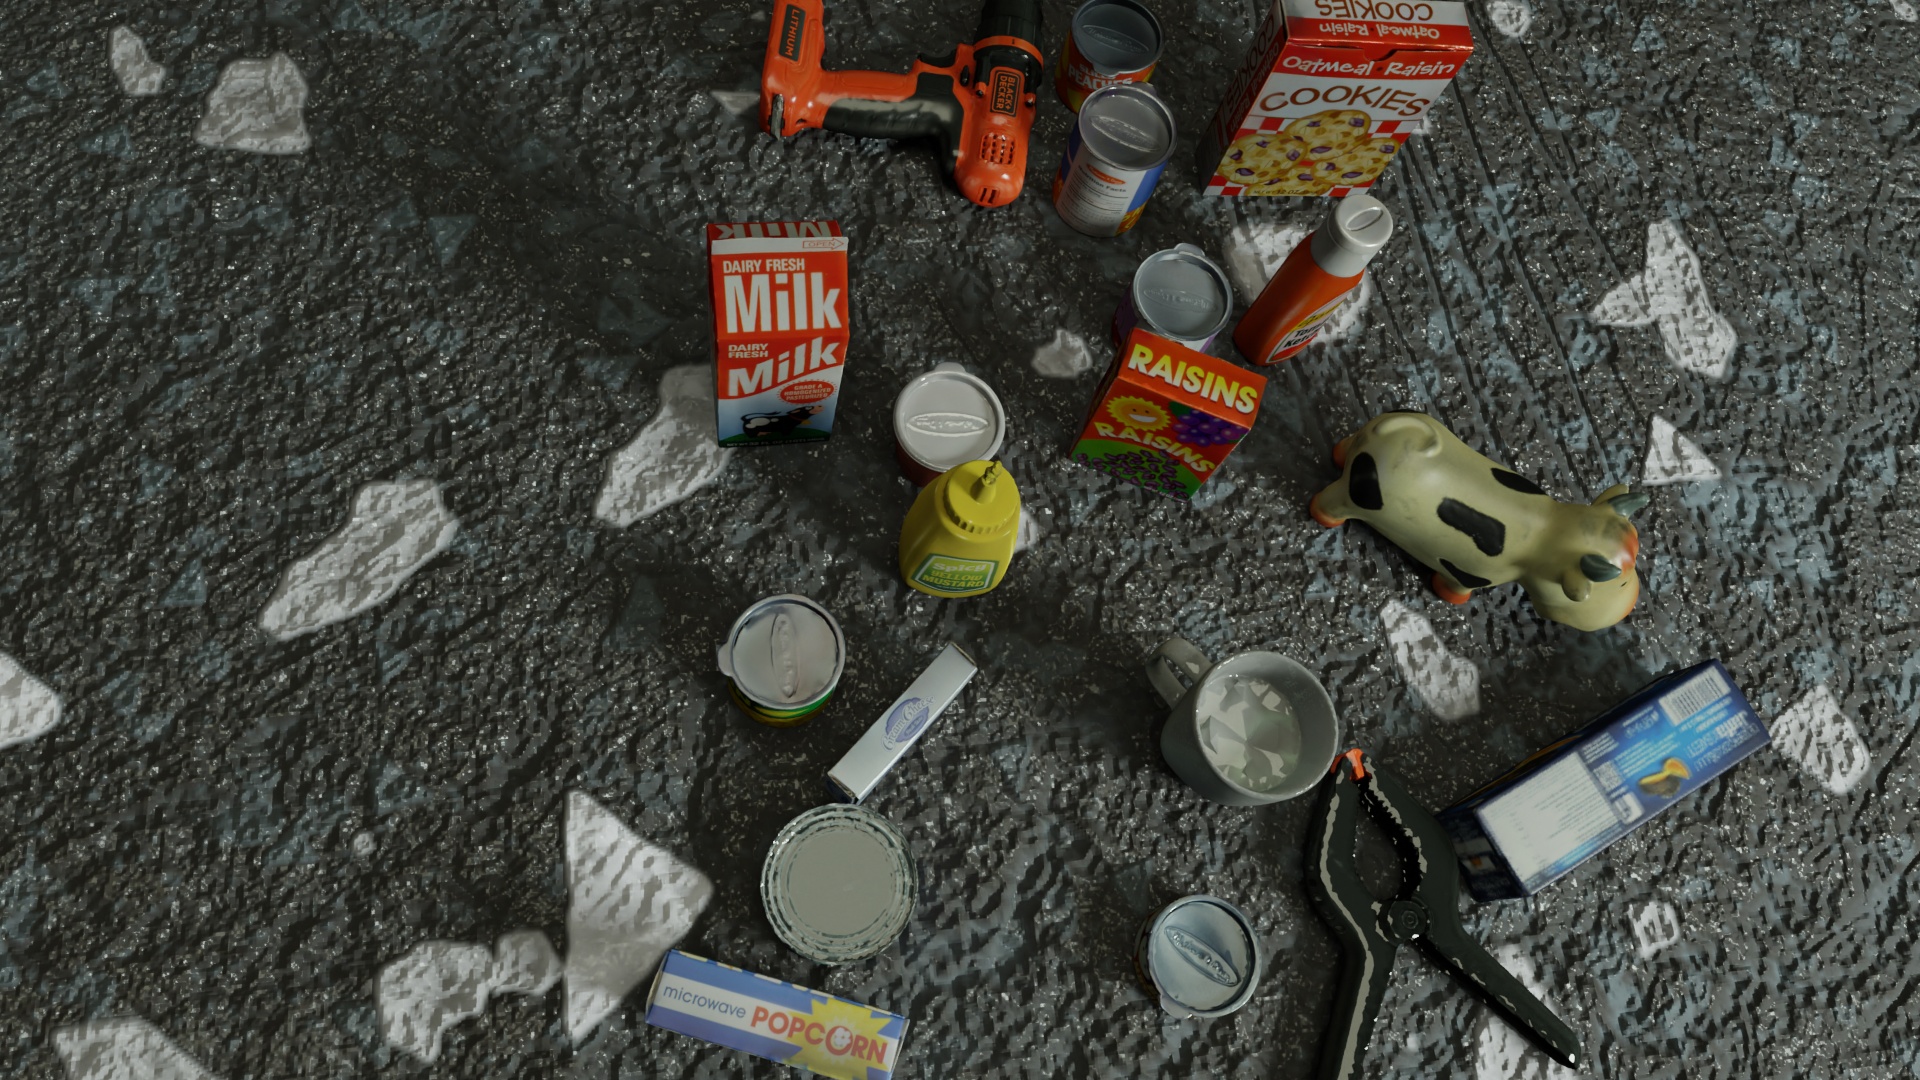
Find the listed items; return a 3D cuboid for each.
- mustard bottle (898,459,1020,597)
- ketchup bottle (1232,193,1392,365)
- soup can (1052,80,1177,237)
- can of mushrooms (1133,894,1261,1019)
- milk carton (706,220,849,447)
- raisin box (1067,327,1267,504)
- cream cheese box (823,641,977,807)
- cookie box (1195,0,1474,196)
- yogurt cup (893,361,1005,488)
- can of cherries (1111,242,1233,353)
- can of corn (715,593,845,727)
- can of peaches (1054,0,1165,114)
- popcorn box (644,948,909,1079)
[{"bbox_3d":[0.003,-0.010,0.784,0.065,0.159,0.049,5,71,-7],"label":"mustard bottle"},{"bbox_3d":[0.224,-0.165,0.880,0.065,0.148,0.043,-31,79,-17],"label":"ketchup bottle"},{"bbox_3d":[0.102,-0.253,0.926,0.071,0.083,0.071,3,71,-8],"label":"soup can"},{"bbox_3d":[0.132,0.237,0.785,0.071,0.033,0.071,3,70,-8],"label":"can of mushrooms"},{"bbox_3d":[-0.106,-0.123,0.790,0.072,0.190,0.073,-5,72,-11],"label":"milk carton"},{"bbox_3d":[0.123,-0.074,0.845,0.086,0.123,0.040,21,69,-1],"label":"raisin box"},{"bbox_3d":[-0.035,0.107,0.793,0.024,0.053,0.104,42,70,6],"label":"cream cheese box"},{"bbox_3d":[0.240,-0.287,0.916,0.123,0.167,0.040,-2,72,-10],"label":"cookie box"},{"bbox_3d":[-0.010,-0.065,0.858,0.072,0.053,0.072,3,71,-8],"label":"yogurt cup"},{"bbox_3d":[0.138,-0.150,0.909,0.071,0.058,0.071,3,71,-8],"label":"can of cherries"},{"bbox_3d":[-0.103,0.070,0.793,0.071,0.058,0.071,3,71,-8],"label":"can of corn"},{"bbox_3d":[0.102,-0.334,0.968,0.071,0.058,0.071,3,71,-8],"label":"can of peaches"},{"bbox_3d":[-0.096,0.247,0.717,0.127,0.085,0.038,17,69,-3],"label":"popcorn box"}]
